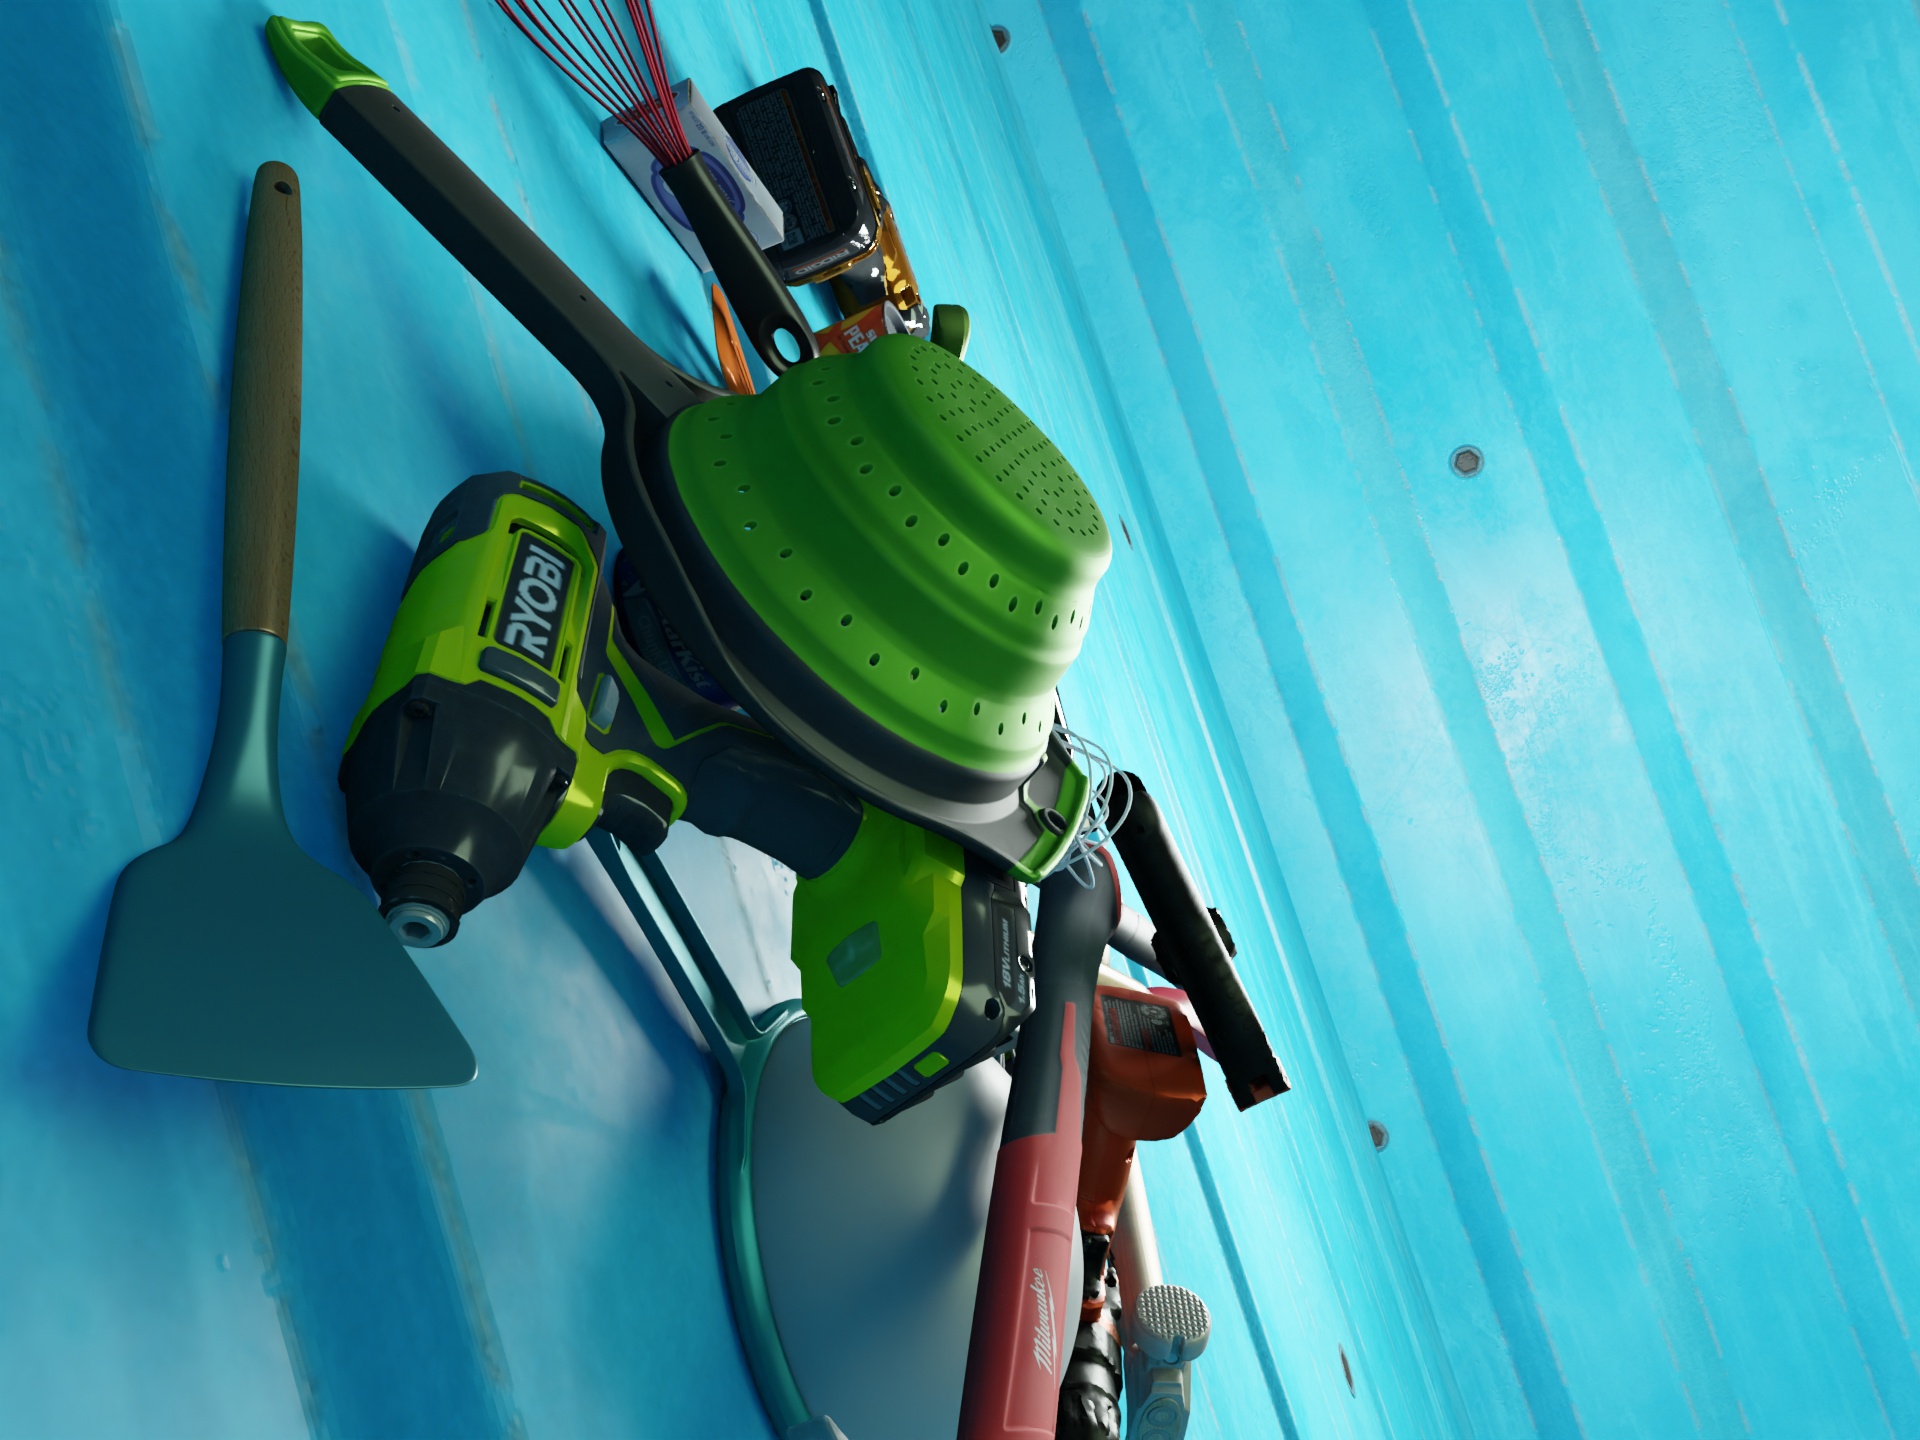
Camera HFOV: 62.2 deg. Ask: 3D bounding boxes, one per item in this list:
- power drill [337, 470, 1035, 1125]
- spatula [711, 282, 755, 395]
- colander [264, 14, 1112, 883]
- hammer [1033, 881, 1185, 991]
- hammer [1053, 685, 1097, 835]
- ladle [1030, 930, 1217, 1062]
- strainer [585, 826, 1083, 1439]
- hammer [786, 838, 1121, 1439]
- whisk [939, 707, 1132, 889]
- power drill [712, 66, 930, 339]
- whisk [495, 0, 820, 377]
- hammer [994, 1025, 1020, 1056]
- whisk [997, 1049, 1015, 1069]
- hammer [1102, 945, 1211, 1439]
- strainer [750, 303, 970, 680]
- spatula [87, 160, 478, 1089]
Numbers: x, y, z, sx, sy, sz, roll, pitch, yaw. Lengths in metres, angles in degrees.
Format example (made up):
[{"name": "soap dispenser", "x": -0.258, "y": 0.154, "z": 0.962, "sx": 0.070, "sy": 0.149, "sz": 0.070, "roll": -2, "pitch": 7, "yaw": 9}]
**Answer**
[{"name": "power drill", "x": -0.083, "y": 0.035, "z": 0.511, "sx": 0.223, "sy": 0.080, "sz": 0.171, "roll": 32, "pitch": 33, "yaw": -29}, {"name": "spatula", "x": -0.050, "y": -0.114, "z": 0.920, "sx": 0.322, "sy": 0.041, "sz": 0.081, "roll": 43, "pitch": 23, "yaw": -38}, {"name": "colander", "x": -0.072, "y": -0.123, "z": 0.551, "sx": 0.397, "sy": 0.094, "sz": 0.204, "roll": 45, "pitch": 23, "yaw": -3}, {"name": "hammer", "x": 0.061, "y": 0.104, "z": 0.973, "sx": 0.408, "sy": 0.036, "sz": 0.149, "roll": 37, "pitch": 30, "yaw": -50}, {"name": "hammer", "x": 0.047, "y": 0.003, "z": 0.933, "sx": 0.331, "sy": 0.031, "sz": 0.130, "roll": 44, "pitch": 32, "yaw": -85}, {"name": "ladle", "x": 0.092, "y": 0.158, "z": 0.944, "sx": 0.069, "sy": 0.031, "sz": 0.315, "roll": 35, "pitch": 1, "yaw": 37}, {"name": "strainer", "x": -0.031, "y": 0.151, "z": 0.612, "sx": 0.211, "sy": 0.095, "sz": 0.340, "roll": -80, "pitch": 148, "yaw": -62}, {"name": "hammer", "x": 0.020, "y": 0.147, "z": 0.574, "sx": 0.143, "sy": 0.038, "sz": 0.387, "roll": 50, "pitch": 24, "yaw": -18}, {"name": "whisk", "x": -0.002, "y": -0.002, "z": 0.740, "sx": 0.070, "sy": 0.070, "sz": 0.285, "roll": 61, "pitch": -7, "yaw": -31}, {"name": "power drill", "x": -0.092, "y": -0.356, "z": 1.069, "sx": 0.226, "sy": 0.084, "sz": 0.185, "roll": 2, "pitch": 69, "yaw": -78}, {"name": "whisk", "x": -0.149, "y": -0.291, "z": 0.778, "sx": 0.295, "sy": 0.073, "sz": 0.073, "roll": 58, "pitch": 19, "yaw": -29}, {"name": "hammer", "x": 0.002, "y": 0.031, "z": 0.816, "sx": 0.128, "sy": 0.033, "sz": 0.331, "roll": 50, "pitch": 23, "yaw": -33}, {"name": "whisk", "x": 0.018, "y": 0.157, "z": 0.882, "sx": 0.239, "sy": 0.055, "sz": 0.055, "roll": -80, "pitch": 148, "yaw": -70}, {"name": "hammer", "x": 0.089, "y": 0.259, "z": 0.959, "sx": 0.411, "sy": 0.038, "sz": 0.146, "roll": -93, "pitch": -171, "yaw": -62}, {"name": "strainer", "x": -0.055, "y": -0.091, "z": 0.715, "sx": 0.256, "sy": 0.069, "sz": 0.152, "roll": 114, "pitch": -28, "yaw": -55}, {"name": "spatula", "x": -0.182, "y": -0.047, "z": 0.426, "sx": 0.082, "sy": 0.044, "sz": 0.318, "roll": 15, "pitch": 50, "yaw": -39}]
